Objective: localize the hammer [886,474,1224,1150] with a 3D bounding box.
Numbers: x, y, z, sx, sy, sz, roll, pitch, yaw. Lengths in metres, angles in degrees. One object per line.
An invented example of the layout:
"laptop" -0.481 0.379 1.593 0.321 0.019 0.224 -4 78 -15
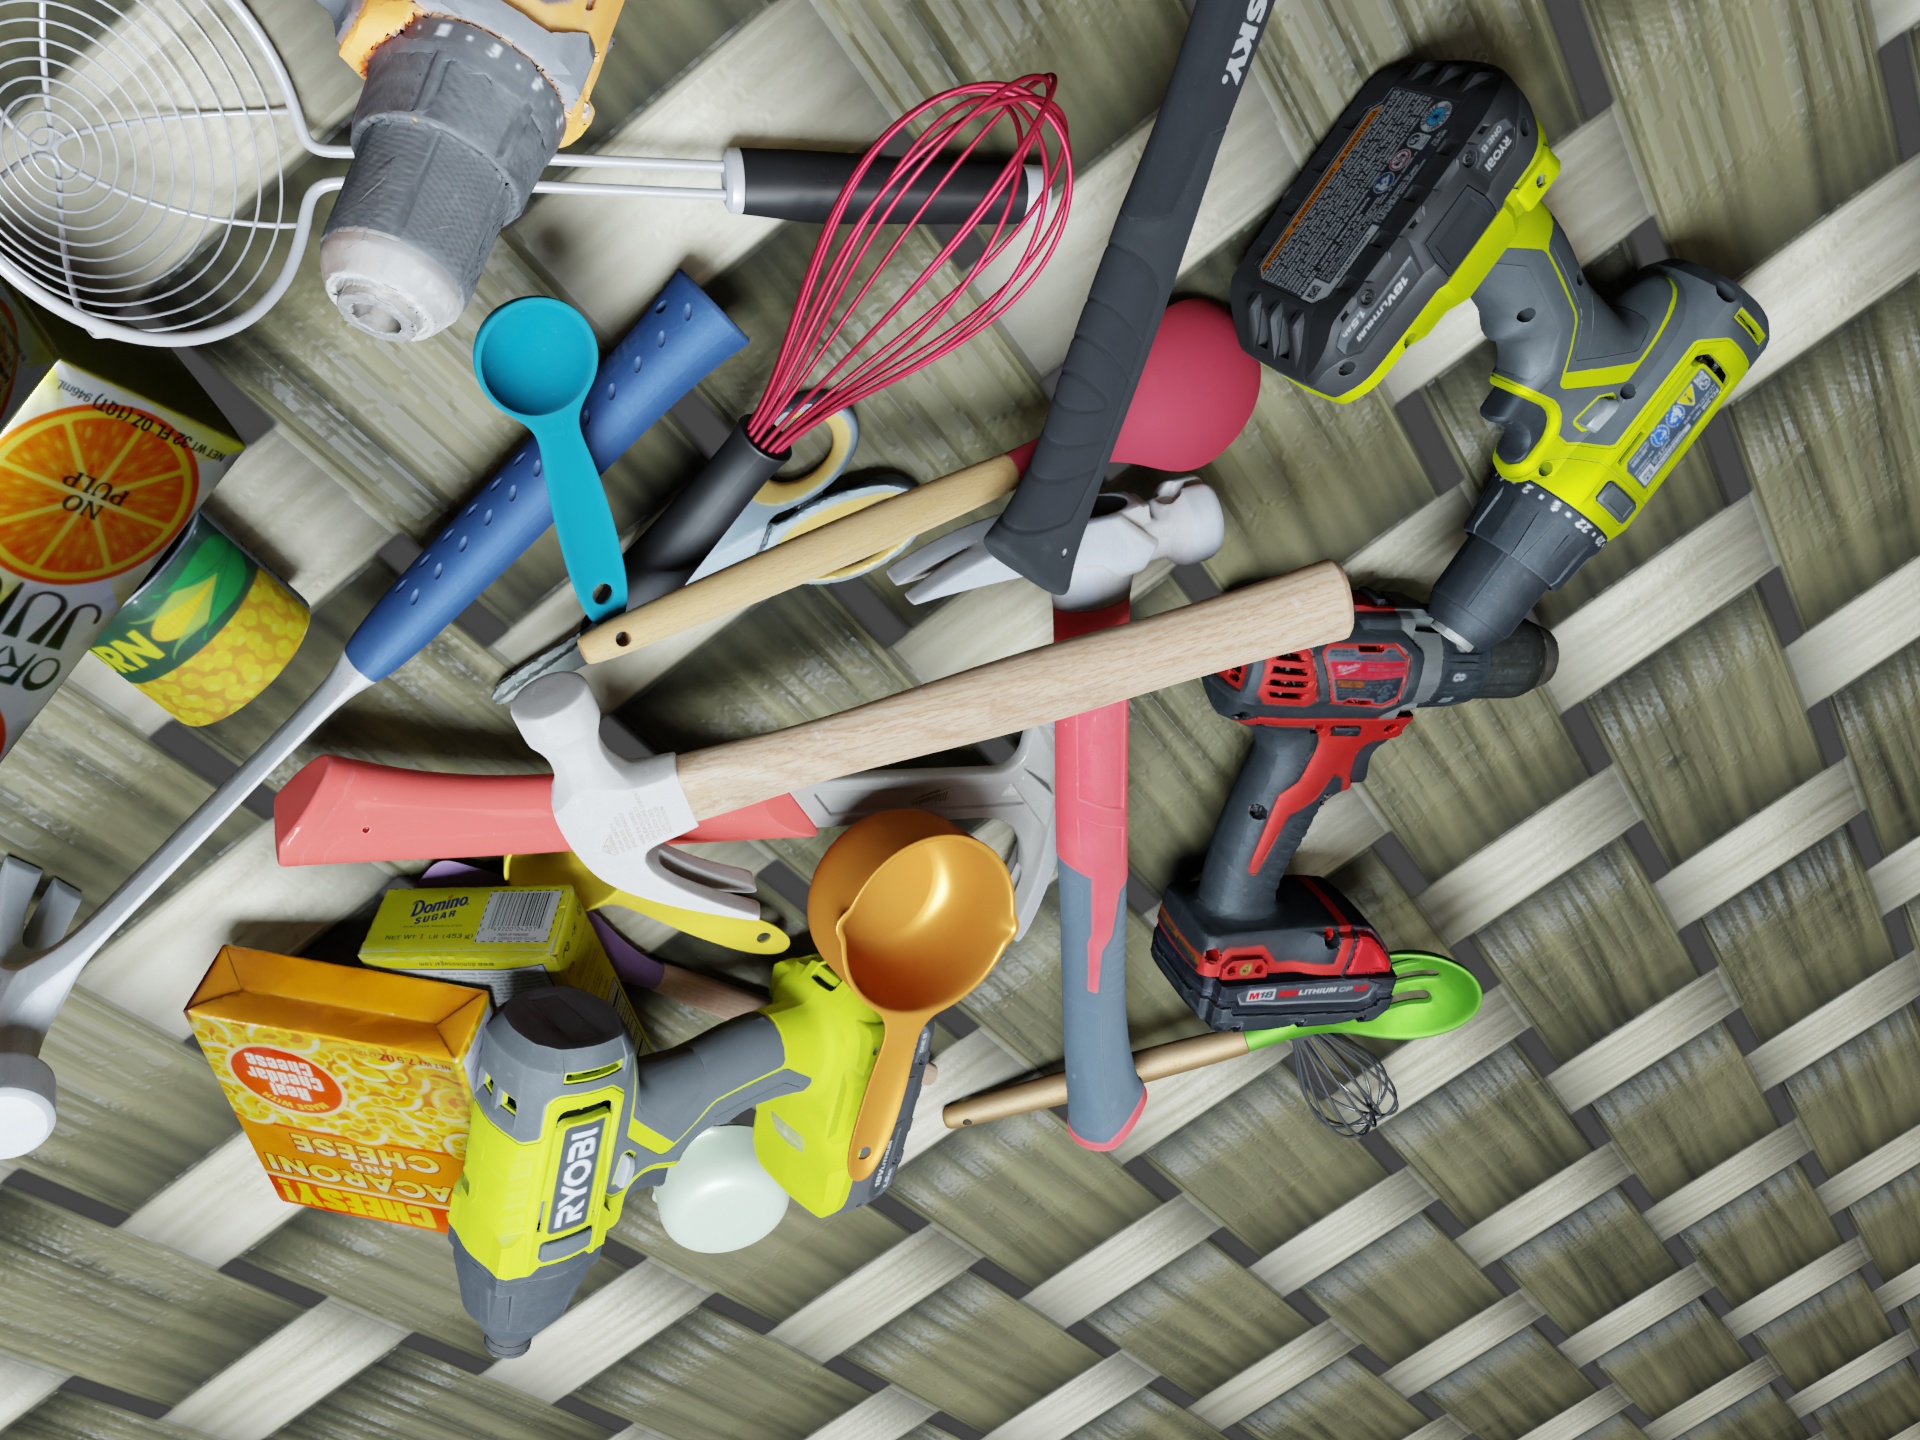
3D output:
"hammer" 0.050 0.073 0.766 0.143 0.038 0.386 -16 126 -17

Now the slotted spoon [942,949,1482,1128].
"slotted spoon" 0.138 0.187 0.909 0.314 0.031 0.070 -17 123 9

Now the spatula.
"spatula" -0.135 0.140 0.816 0.315 0.018 0.059 27 118 -32

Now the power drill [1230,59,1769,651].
"power drill" 0.224 -0.145 0.677 0.228 0.080 0.190 28 103 -35

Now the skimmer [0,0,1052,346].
"skimmer" -0.129 -0.186 0.524 0.363 0.090 0.127 -4 95 -19

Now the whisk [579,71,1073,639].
"whisk" -0.060 -0.116 0.580 0.073 0.073 0.295 24 129 -32

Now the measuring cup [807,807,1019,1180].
"measuring cup" -0.036 0.123 0.726 0.095 0.052 0.173 6 107 -34

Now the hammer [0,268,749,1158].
"hammer" -0.239 -0.018 0.611 0.405 0.144 0.035 -44 130 4

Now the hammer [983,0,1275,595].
"hammer" 0.080 -0.198 0.564 0.146 0.035 0.334 -9 126 -48

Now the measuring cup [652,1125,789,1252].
"measuring cup" -0.146 0.238 0.871 0.083 0.038 0.167 -23 132 -1

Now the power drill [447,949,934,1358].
"power drill" -0.126 0.193 0.741 0.223 0.080 0.171 -7 117 -46

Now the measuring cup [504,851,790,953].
"measuring cup" -0.146 0.078 0.760 0.156 0.029 0.062 28 113 -36

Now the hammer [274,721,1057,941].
"hammer" -0.111 0.046 0.711 0.359 0.037 0.149 -2 121 -27

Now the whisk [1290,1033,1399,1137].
"whisk" 0.201 0.181 0.952 0.055 0.055 0.238 -34 124 8

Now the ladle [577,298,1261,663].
"ladle" -0.003 -0.091 0.628 0.315 0.031 0.069 -26 114 -18

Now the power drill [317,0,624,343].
"power drill" -0.200 -0.223 0.423 0.226 0.185 0.084 26 157 -32

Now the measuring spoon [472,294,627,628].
"measuring spoon" -0.141 -0.089 0.562 0.042 0.021 0.128 -25 129 -22

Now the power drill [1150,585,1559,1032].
"power drill" 0.198 0.040 0.810 0.187 0.080 0.226 -1 115 -20

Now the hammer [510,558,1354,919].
"hammer" -0.001 -0.002 0.649 0.331 0.031 0.129 -16 128 -1
